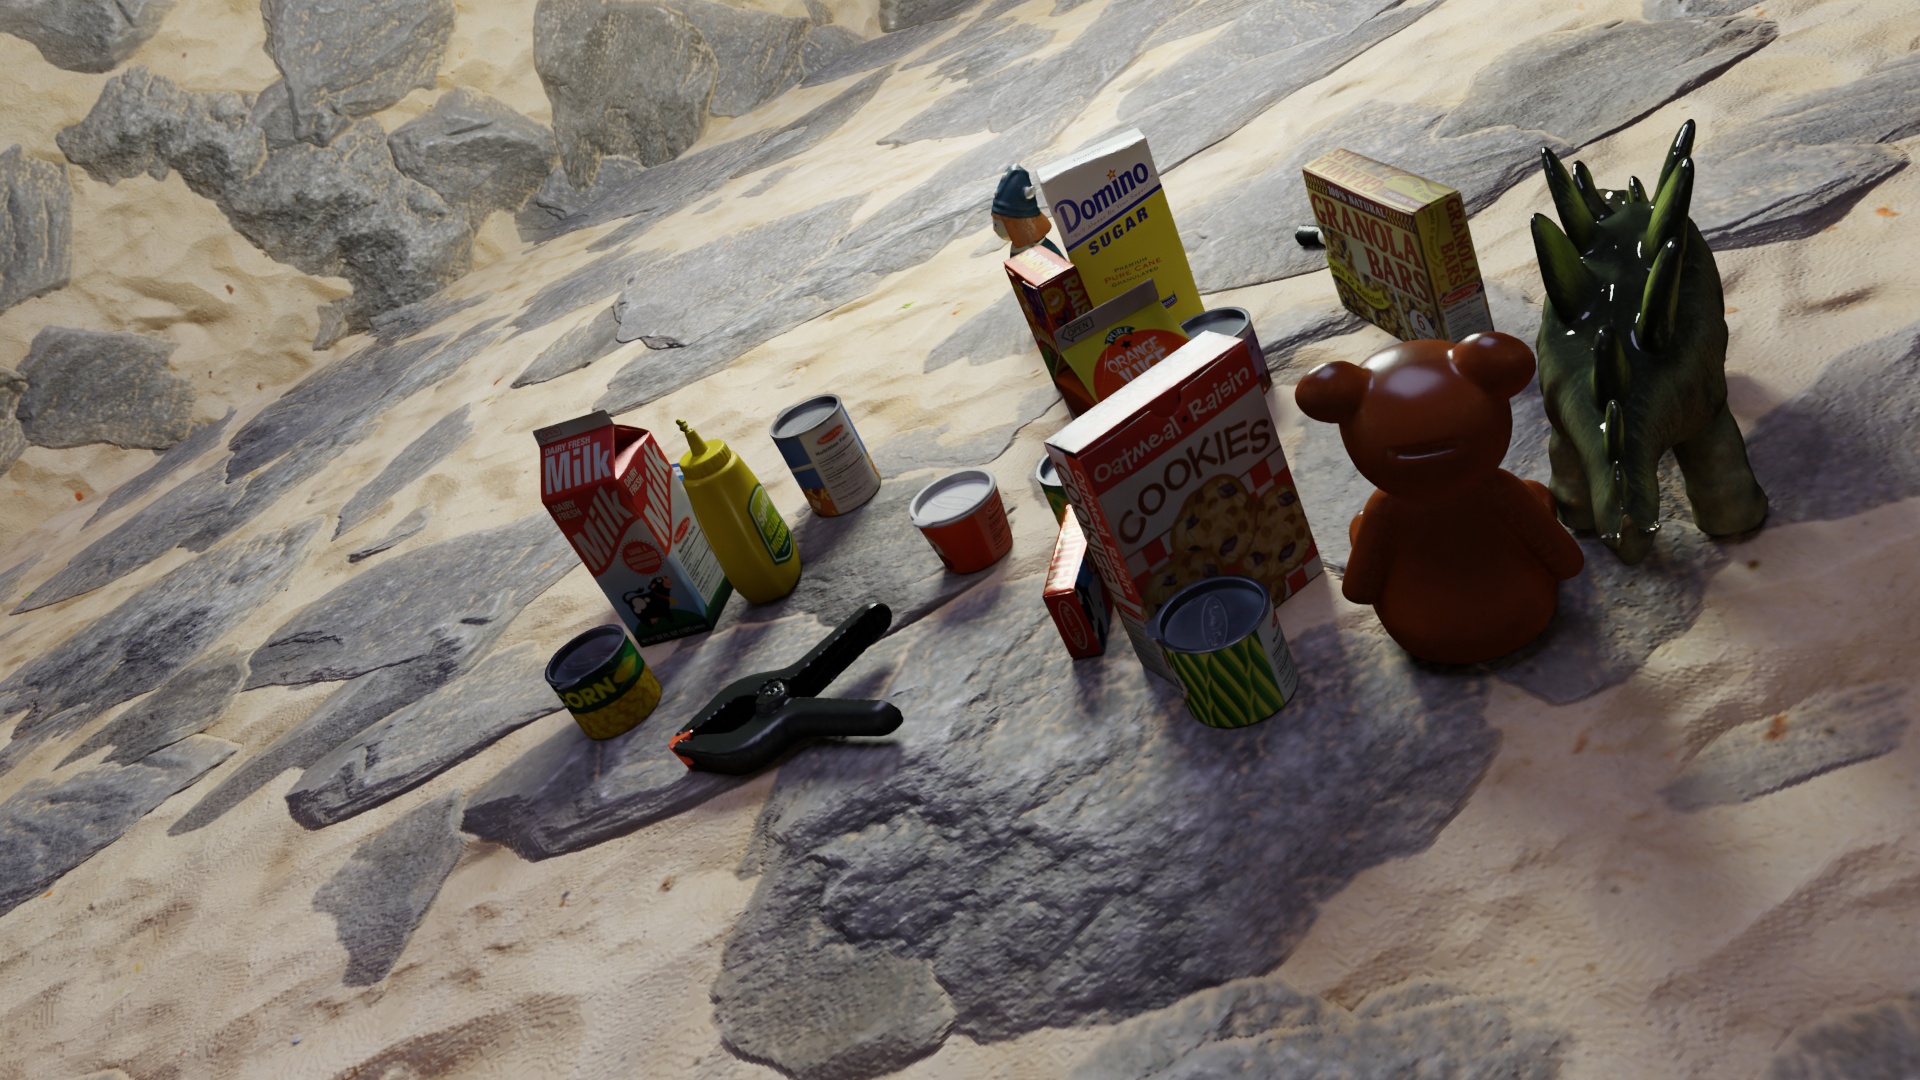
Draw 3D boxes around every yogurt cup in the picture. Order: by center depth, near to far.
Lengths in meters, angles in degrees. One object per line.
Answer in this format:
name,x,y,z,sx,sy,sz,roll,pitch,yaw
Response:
yogurt cup,0.004,-0.013,1.014,0.072,0.053,0.073,-20,29,12

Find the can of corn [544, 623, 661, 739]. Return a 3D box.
can of corn,-0.265,0.107,1.029,0.071,0.058,0.071,-20,29,12

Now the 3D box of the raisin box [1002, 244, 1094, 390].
raisin box,0.085,-0.173,1.140,0.040,0.123,0.086,-29,29,-4

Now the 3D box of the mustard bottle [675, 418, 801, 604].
mustard bottle,-0.177,-0.027,1.072,0.049,0.159,0.066,-16,30,18

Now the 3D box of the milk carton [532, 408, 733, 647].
milk carton,-0.257,-0.016,1.086,0.072,0.189,0.074,-14,31,21

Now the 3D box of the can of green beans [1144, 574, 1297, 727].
can of green beans,0.148,0.062,0.773,0.071,0.057,0.071,-20,29,12

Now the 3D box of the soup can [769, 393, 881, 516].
soup can,-0.115,-0.072,1.175,0.071,0.083,0.072,-20,29,12

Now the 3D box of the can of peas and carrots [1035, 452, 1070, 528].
can of peas and carrots,0.095,-0.034,0.972,0.071,0.058,0.071,-20,29,12

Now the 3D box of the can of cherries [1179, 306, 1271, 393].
can of cherries,0.195,-0.135,1.056,0.071,0.058,0.072,-20,29,12

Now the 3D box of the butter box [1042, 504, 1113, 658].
butter box,0.080,0.023,0.896,0.024,0.053,0.104,-13,31,23

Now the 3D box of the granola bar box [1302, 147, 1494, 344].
granola bar box,0.316,-0.209,1.013,0.039,0.123,0.166,-27,29,-1

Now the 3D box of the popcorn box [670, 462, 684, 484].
popcorn box,-0.237,-0.022,1.189,0.126,0.085,0.038,-7,34,31

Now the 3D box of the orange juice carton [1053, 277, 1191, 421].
orange juice carton,0.121,-0.064,0.861,0.072,0.192,0.073,-30,29,-7

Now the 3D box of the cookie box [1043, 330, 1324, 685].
cookie box,0.134,-0.018,0.802,0.123,0.166,0.040,-35,30,-16
